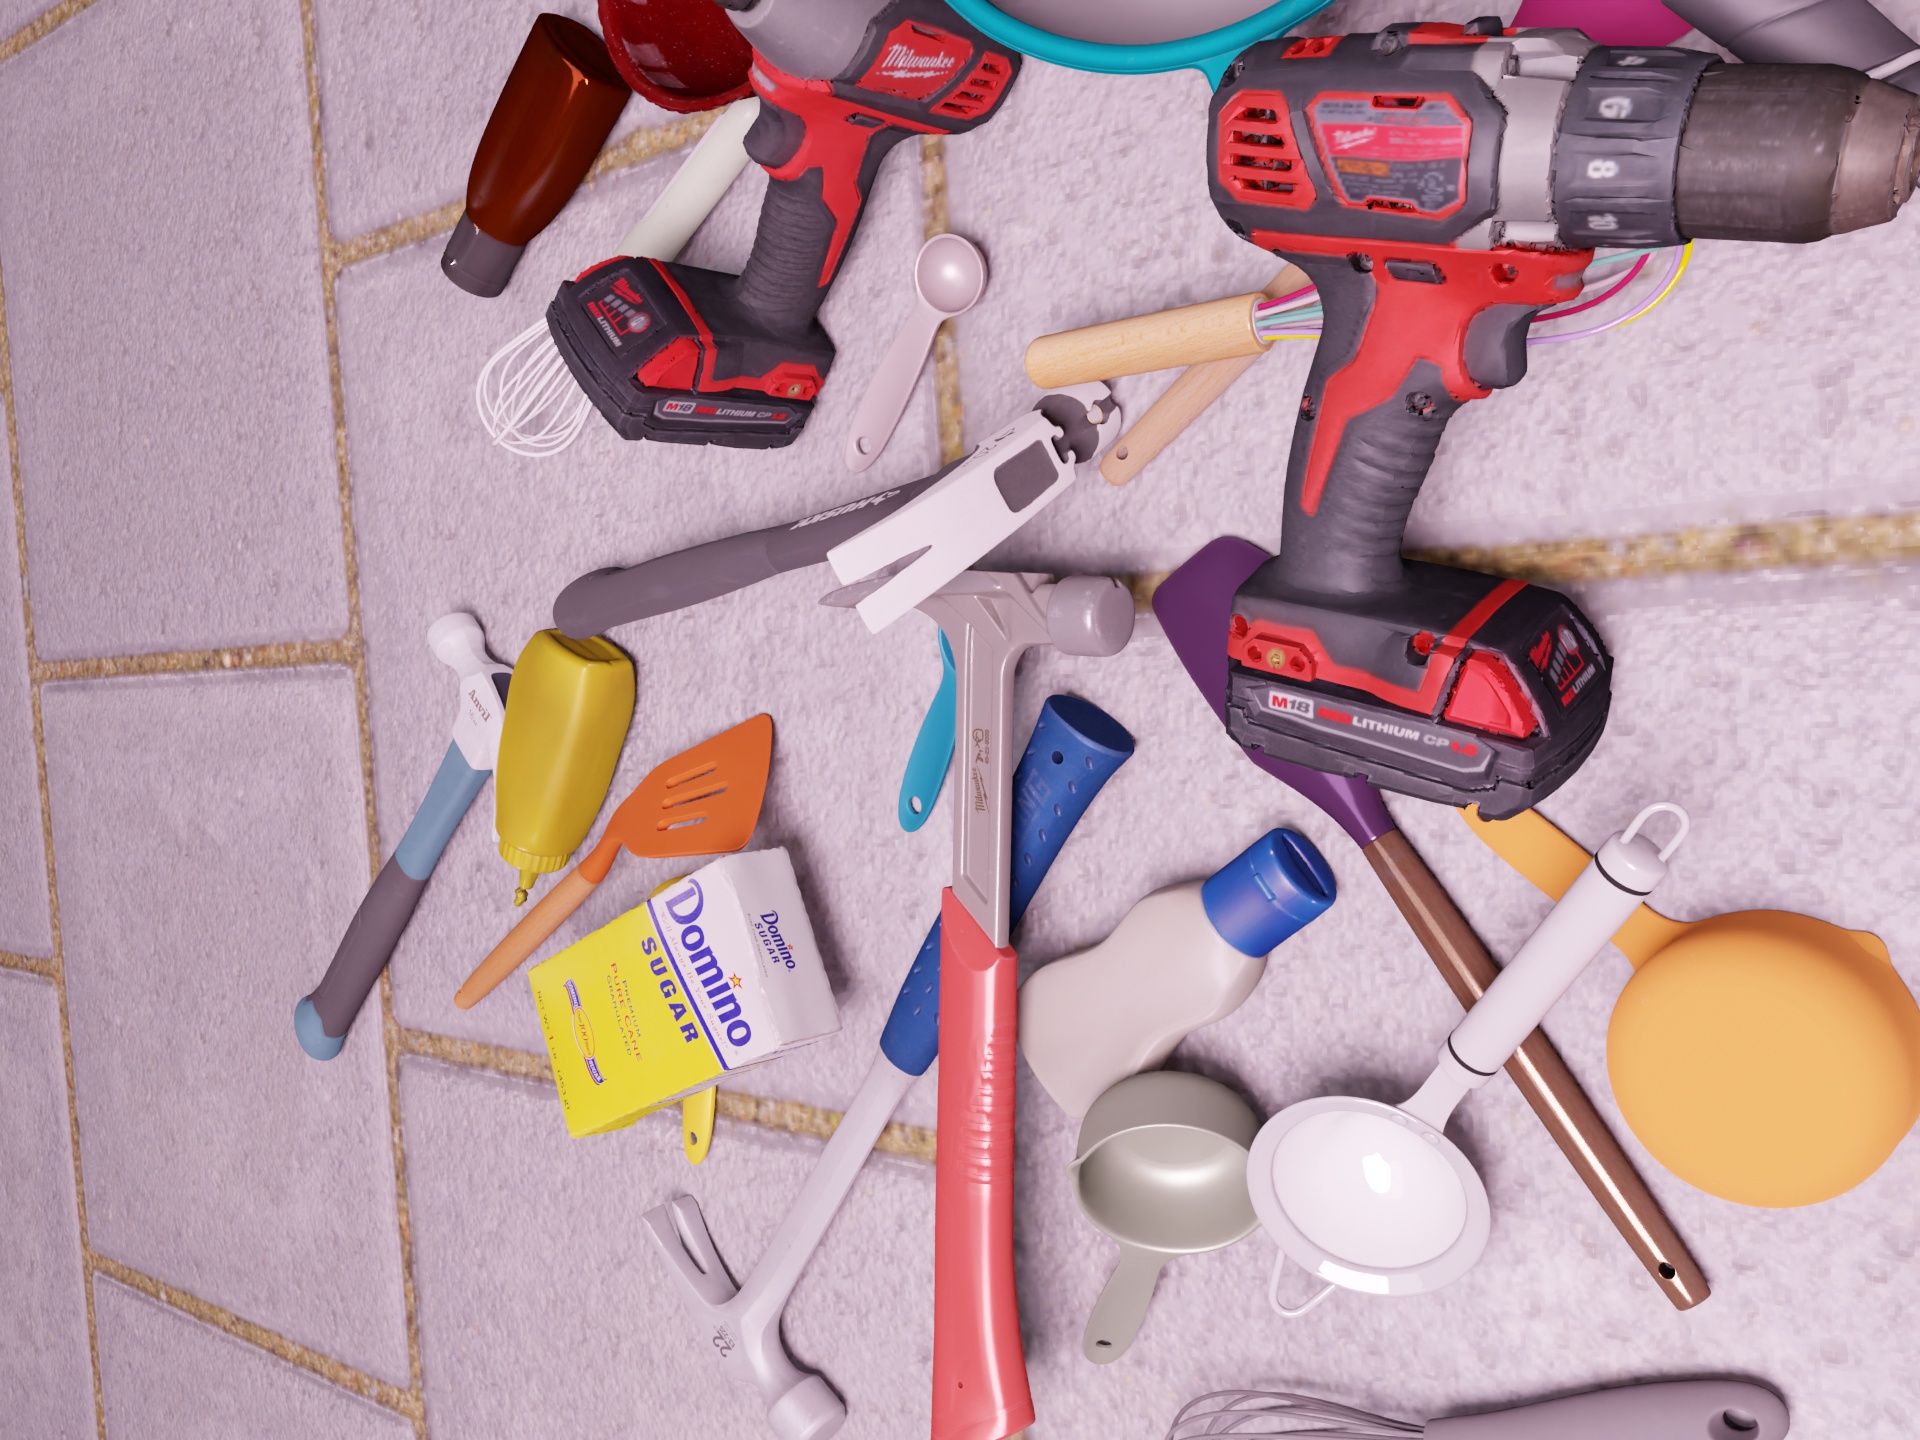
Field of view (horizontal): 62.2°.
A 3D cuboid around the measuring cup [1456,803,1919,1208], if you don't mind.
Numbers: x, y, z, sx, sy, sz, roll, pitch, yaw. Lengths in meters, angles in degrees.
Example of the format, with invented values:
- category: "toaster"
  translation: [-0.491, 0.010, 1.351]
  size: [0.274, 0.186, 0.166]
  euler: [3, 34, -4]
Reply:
- category: "measuring cup"
  translation: [0.220, 0.080, 0.513]
  size: [0.174, 0.052, 0.095]
  euler: [44, 119, 25]

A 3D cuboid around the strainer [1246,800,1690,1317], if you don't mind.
- category: "strainer"
  translation: [0.170, 0.119, 0.538]
  size: [0.087, 0.050, 0.258]
  euler: [31, 129, 10]

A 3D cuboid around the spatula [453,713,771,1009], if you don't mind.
- category: "spatula"
  translation: [-0.202, 0.096, 0.861]
  size: [0.322, 0.041, 0.081]
  euler: [-40, 34, 41]

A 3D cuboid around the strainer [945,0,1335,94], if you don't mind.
- category: "strainer"
  translation: [0.025, -0.357, 0.569]
  size: [0.340, 0.095, 0.211]
  euler: [33, 104, 14]

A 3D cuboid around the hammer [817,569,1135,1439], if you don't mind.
- category: "hammer"
  translation: [0.000, 0.118, 0.653]
  size: [0.149, 0.036, 0.359]
  euler: [3, 93, 41]

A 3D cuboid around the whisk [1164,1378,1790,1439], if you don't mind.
- category: "whisk"
  translation: [0.174, 0.262, 0.576]
  size: [0.239, 0.055, 0.055]
  euler: [-24, 79, 33]

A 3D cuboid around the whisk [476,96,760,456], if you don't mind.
- category: "whisk"
  translation: [-0.171, -0.223, 0.804]
  size: [0.059, 0.058, 0.246]
  euler: [41, 119, -12]

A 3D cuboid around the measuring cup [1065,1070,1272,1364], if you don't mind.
- category: "measuring cup"
  translation: [0.075, 0.205, 0.651]
  size: [0.083, 0.038, 0.167]
  euler: [12, 128, 0]

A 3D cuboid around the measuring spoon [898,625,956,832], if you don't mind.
- category: "measuring spoon"
  translation: [-0.001, -0.002, 0.711]
  size: [0.042, 0.021, 0.128]
  euler: [40, 126, 28]

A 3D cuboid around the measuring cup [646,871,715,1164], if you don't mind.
- category: "measuring cup"
  translation: [-0.143, 0.157, 0.824]
  size: [0.062, 0.029, 0.156]
  euler: [6, 96, 38]

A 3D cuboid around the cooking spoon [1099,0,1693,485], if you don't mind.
- category: "cooking spoon"
  translation: [0.157, -0.191, 0.560]
  size: [0.319, 0.017, 0.069]
  euler: [-44, 66, 33]

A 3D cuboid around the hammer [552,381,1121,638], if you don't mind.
- category: "hammer"
  translation: [-0.090, -0.072, 0.716]
  size: [0.335, 0.146, 0.035]
  euler: [-8, 118, 46]

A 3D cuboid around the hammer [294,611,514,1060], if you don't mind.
- category: "hammer"
  translation: [-0.342, 0.095, 0.977]
  size: [0.128, 0.033, 0.331]
  euler: [52, 123, 24]

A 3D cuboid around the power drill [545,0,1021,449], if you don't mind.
- category: "power drill"
  translation: [-0.081, -0.222, 0.670]
  size: [0.079, 0.143, 0.219]
  euler: [55, 126, 24]

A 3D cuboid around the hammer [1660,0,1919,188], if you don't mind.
- category: "hammer"
  translation: [0.261, -0.164, 0.426]
  size: [0.409, 0.036, 0.149]
  euler: [47, 119, 13]

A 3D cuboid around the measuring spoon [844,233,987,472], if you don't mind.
- category: "measuring spoon"
  translation: [-0.021, -0.162, 0.712]
  size: [0.034, 0.018, 0.124]
  euler: [42, 126, 13]

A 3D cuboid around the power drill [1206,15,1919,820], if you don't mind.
- category: "power drill"
  translation: [0.164, -0.088, 0.477]
  size: [0.188, 0.080, 0.226]
  euler: [16, 124, 34]

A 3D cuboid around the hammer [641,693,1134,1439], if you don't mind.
- category: "hammer"
  translation: [-0.036, 0.160, 0.737]
  size: [0.144, 0.035, 0.405]
  euler: [42, 118, 28]

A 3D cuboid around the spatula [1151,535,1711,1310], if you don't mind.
- category: "spatula"
  translation: [0.168, 0.063, 0.576]
  size: [0.059, 0.018, 0.316]
  euler: [-39, 69, 26]

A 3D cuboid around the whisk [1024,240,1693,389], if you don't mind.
- category: "whisk"
  translation: [0.126, -0.147, 0.556]
  size: [0.245, 0.051, 0.047]
  euler: [-1, 124, 38]
